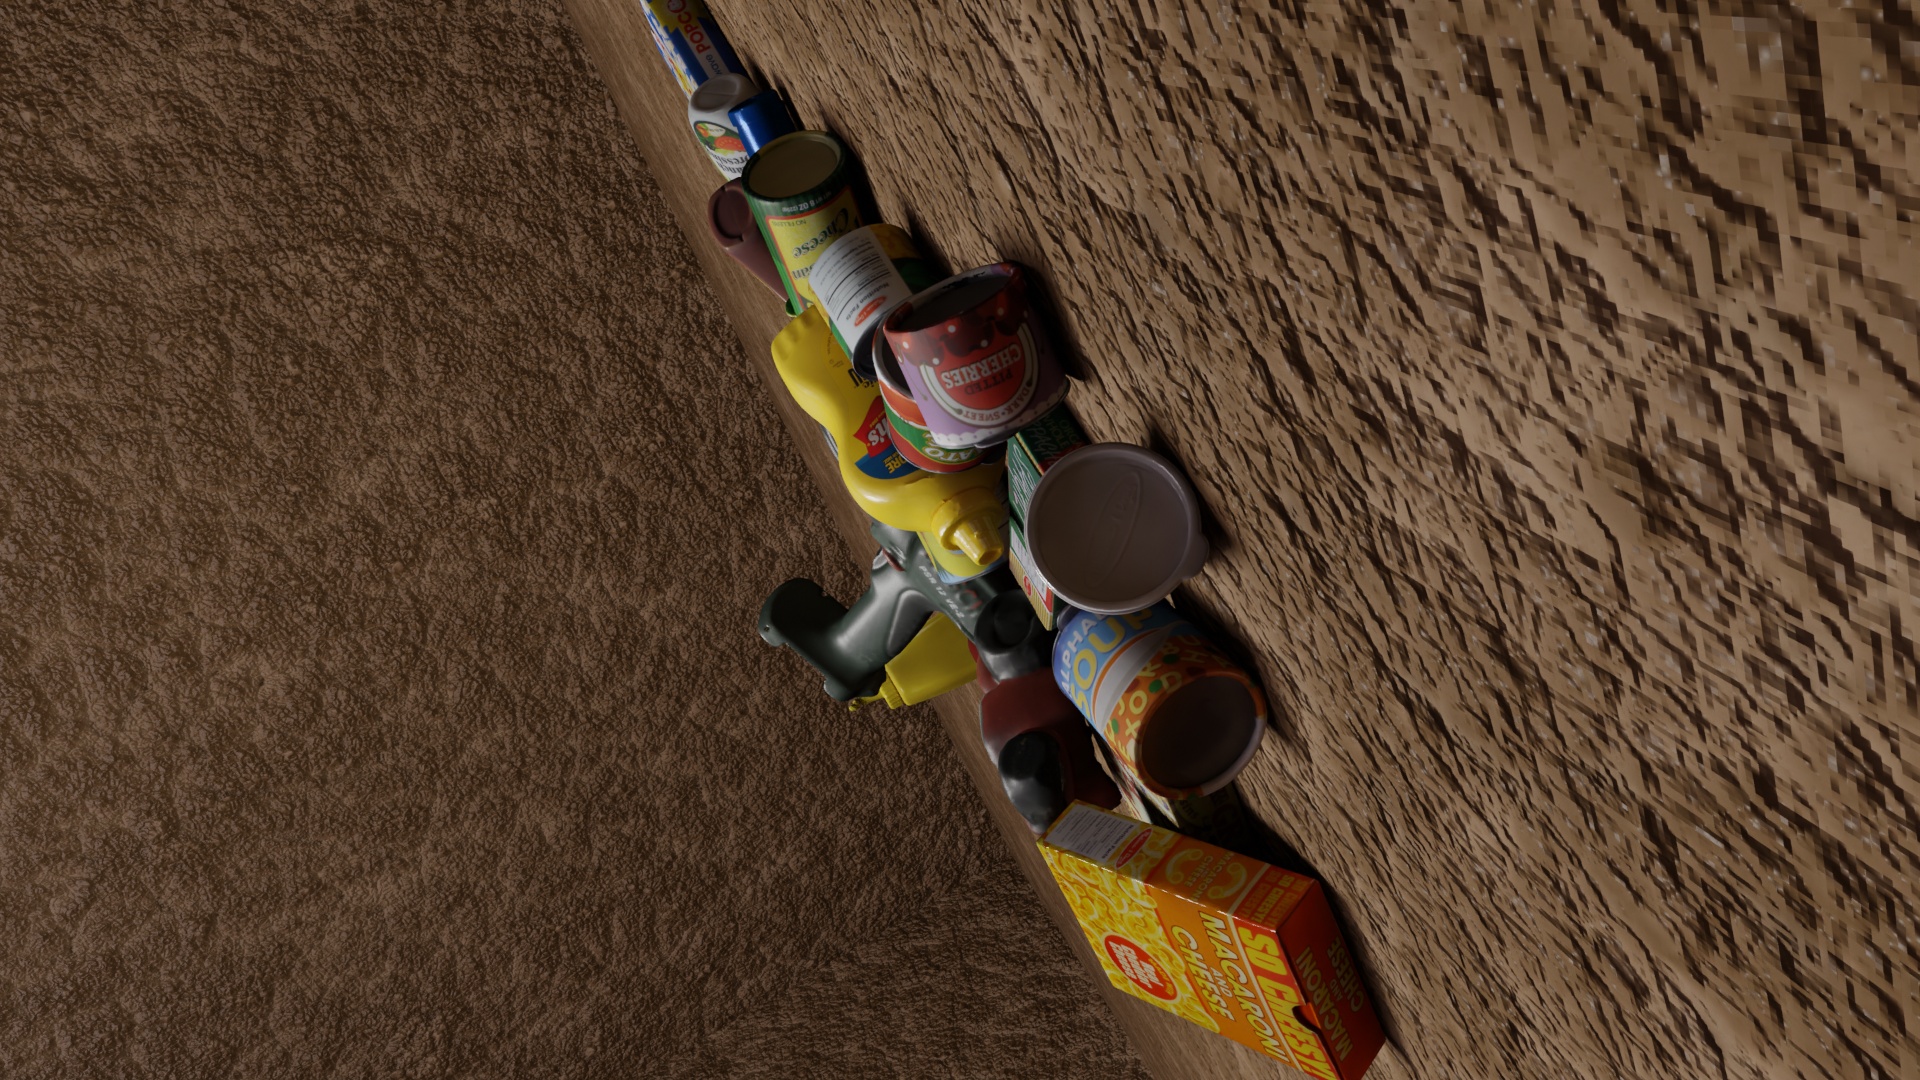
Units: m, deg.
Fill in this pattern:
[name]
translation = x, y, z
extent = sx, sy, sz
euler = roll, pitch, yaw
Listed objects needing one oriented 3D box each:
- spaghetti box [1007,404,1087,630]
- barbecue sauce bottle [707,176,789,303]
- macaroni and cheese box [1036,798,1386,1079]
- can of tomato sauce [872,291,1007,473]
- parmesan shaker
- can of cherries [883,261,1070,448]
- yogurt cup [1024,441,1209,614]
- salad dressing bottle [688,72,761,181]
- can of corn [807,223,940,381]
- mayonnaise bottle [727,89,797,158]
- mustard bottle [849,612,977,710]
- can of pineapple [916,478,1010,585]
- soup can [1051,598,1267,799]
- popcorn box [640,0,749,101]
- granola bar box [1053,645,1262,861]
[spaghetti box]
translation = 0.050, -0.005, 0.758
extent = 0.050, 0.029, 0.249
euler = 59, 173, 16
[barbecue sauce bottle]
translation = -0.123, -0.199, 1.009
extent = 0.148, 0.043, 0.065
euler = 38, -155, -56
[macaroni and cheese box]
translation = 0.131, 0.214, 0.745
extent = 0.166, 0.040, 0.123
euler = 8, 132, 50
[can of tomato sauce]
translation = -0.008, -0.080, 0.720
extent = 0.071, 0.071, 0.082
euler = 58, 172, 20
[parmesan shaker]
translation = -0.089, -0.186, 0.843
extent = 0.071, 0.071, 0.102
euler = 55, 171, 39
[can of cherries]
translation = 0.007, -0.080, 0.604
extent = 0.058, 0.071, 0.071
euler = 65, 172, -24
[yogurt cup]
translation = 0.062, -0.001, 0.558
extent = 0.072, 0.072, 0.054
euler = 59, -179, 14
[salad dressing bottle]
translation = -0.143, -0.265, 1.004
extent = 0.064, 0.044, 0.147
euler = 14, 153, 30
[can of corn]
translation = -0.041, -0.130, 0.764
extent = 0.058, 0.071, 0.071
euler = 58, 172, 24
[mayonnaise bottle]
translation = -0.107, -0.227, 0.935
extent = 0.147, 0.041, 0.065
euler = 63, 177, -25
[mustard bottle]
translation = -0.024, 0.100, 1.172
extent = 0.065, 0.160, 0.048
euler = 60, 174, 15
[can of pineapple]
translation = 0.003, -0.011, 0.900
extent = 0.057, 0.071, 0.071
euler = 63, 172, -12
[soup can]
translation = 0.086, 0.065, 0.621
extent = 0.071, 0.071, 0.084
euler = 65, 171, -30
[popcorn box]
translation = -0.192, -0.354, 1.048
extent = 0.127, 0.038, 0.085
euler = 59, 174, 11
[granola bar box]
translation = 0.119, 0.139, 0.801
extent = 0.165, 0.039, 0.124
euler = 65, 172, -27
